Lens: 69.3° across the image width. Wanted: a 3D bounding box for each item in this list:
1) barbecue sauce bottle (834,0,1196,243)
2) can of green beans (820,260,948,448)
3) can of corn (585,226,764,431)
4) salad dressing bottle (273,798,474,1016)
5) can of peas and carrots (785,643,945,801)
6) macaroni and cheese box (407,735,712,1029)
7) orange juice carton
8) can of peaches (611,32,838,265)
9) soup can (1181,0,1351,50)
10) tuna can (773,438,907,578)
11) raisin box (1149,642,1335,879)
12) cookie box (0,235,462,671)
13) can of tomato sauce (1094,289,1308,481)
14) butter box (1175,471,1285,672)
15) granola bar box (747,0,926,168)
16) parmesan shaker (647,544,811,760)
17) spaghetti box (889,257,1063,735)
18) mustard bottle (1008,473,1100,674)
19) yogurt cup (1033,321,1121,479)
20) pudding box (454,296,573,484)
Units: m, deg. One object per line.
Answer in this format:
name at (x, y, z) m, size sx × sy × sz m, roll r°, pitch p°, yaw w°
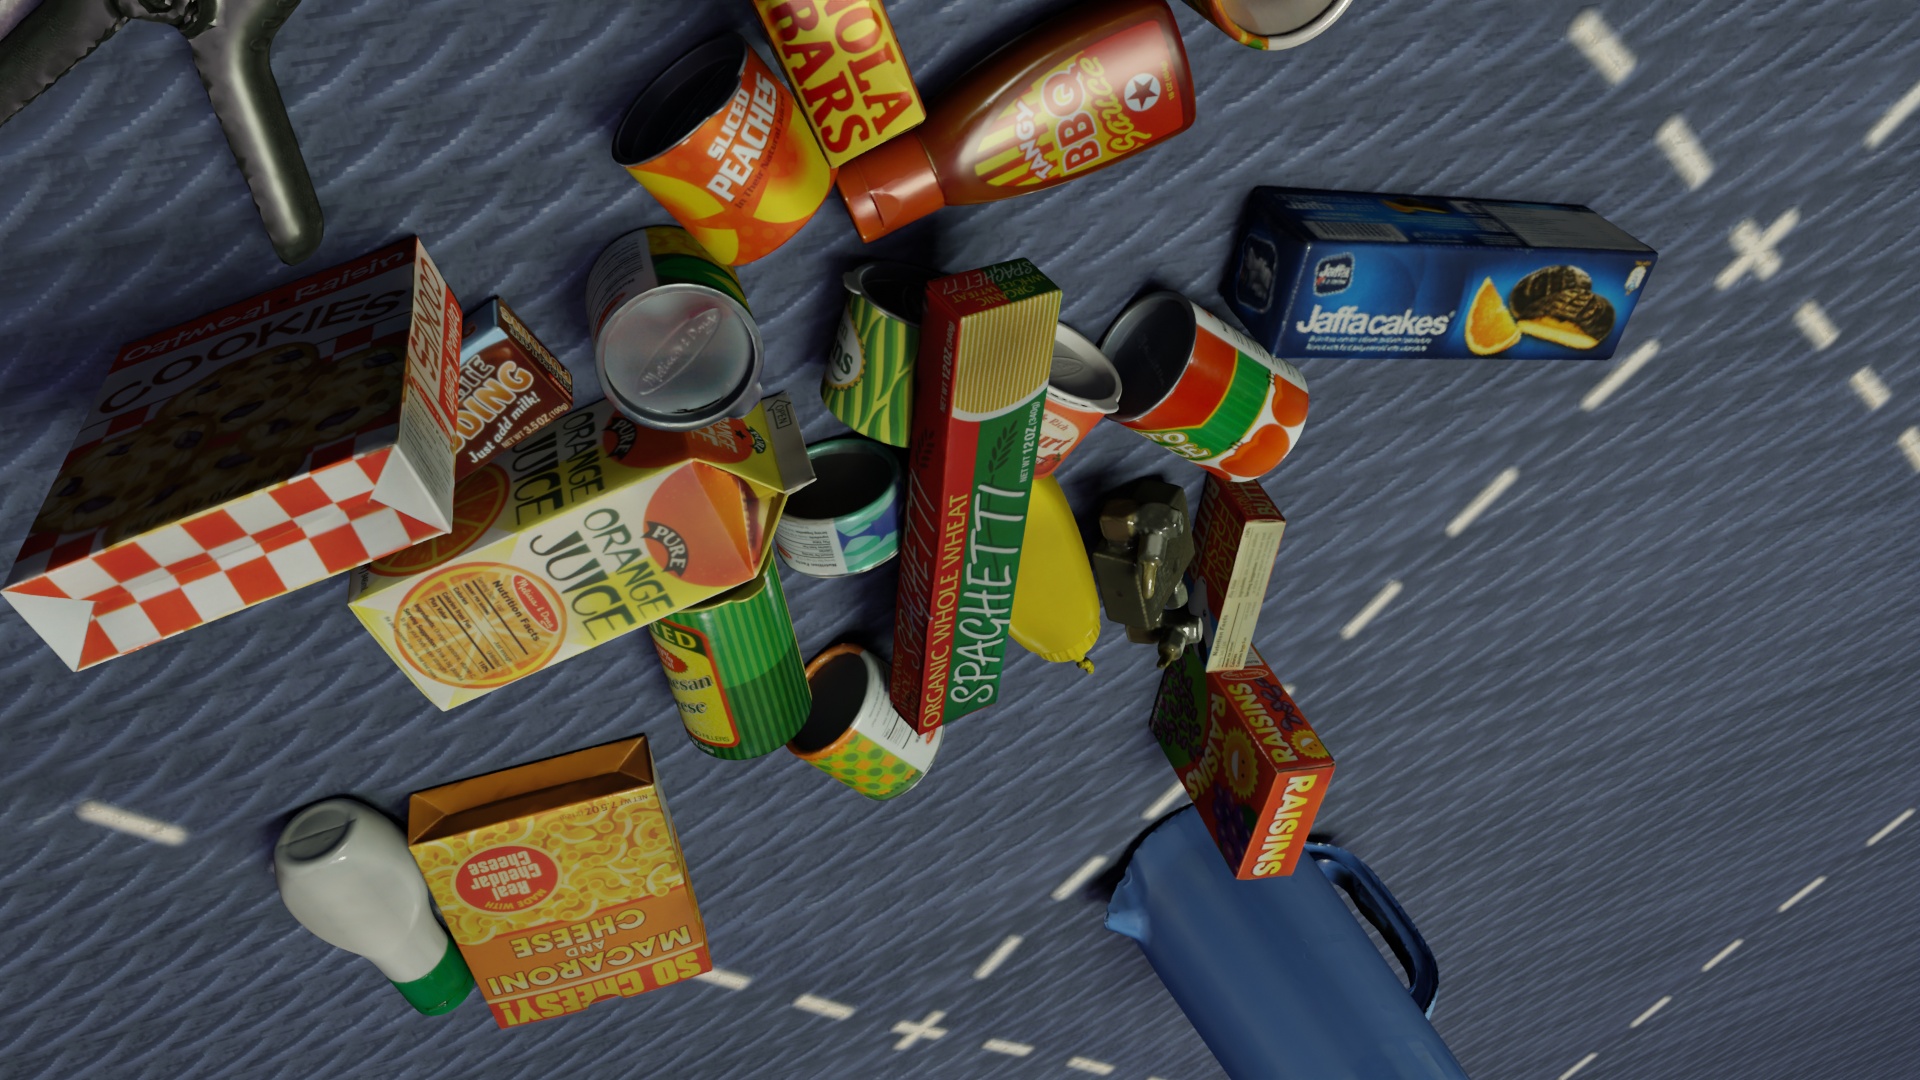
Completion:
barbecue sauce bottle at (0.020, -0.169, 0.569) m, size 0.148 × 0.044 × 0.064 m, roll -25°, pitch 132°, yaw -1°
can of green beans at (-0.023, -0.081, 0.605) m, size 0.071 × 0.071 × 0.057 m, roll 6°, pitch 124°, yaw -24°
can of corn at (-0.117, -0.086, 0.571) m, size 0.071 × 0.058 × 0.070 m, roll -10°, pitch 128°, yaw -13°
salad dressing bottle at (-0.302, 0.197, 0.728) m, size 0.064 × 0.044 × 0.147 m, roll -19°, pitch 131°, yaw -6°
can of peas and carrots at (-0.053, 0.096, 0.730) m, size 0.071 × 0.071 × 0.058 m, roll -41°, pitch 128°, yaw 13°
macaroni and cheese box at (-0.213, 0.191, 0.758) m, size 0.124 × 0.040 × 0.165 m, roll -13°, pitch 129°, yaw -10°
orange juice carton at (-0.157, -0.008, 0.606) m, size 0.193 × 0.072 × 0.072 m, roll -24°, pitch 131°, yaw -2°
can of peaches at (-0.087, -0.147, 0.528) m, size 0.071 × 0.071 × 0.058 m, roll -37°, pitch 130°, yaw 9°
soup can at (0.105, -0.233, 0.526) m, size 0.071 × 0.084 × 0.071 m, roll -10°, pitch 128°, yaw -13°
tuna can at (-0.055, -0.018, 0.643) m, size 0.071 × 0.071 × 0.032 m, roll -18°, pitch 129°, yaw -7°
raisin box at (0.156, 0.116, 0.785) m, size 0.040 × 0.124 × 0.085 m, roll -2°, pitch 126°, yaw -19°
cookie box at (-0.243, -0.039, 0.488) m, size 0.123 × 0.168 × 0.040 m, roll -21°, pitch 127°, yaw -4°
can of tomato sauce at (0.114, -0.071, 0.664) m, size 0.083 × 0.071 × 0.071 m, roll 23°, pitch 115°, yaw -34°
butter box at (0.144, 0.016, 0.750) m, size 0.024 × 0.053 × 0.103 m, roll -3°, pitch 126°, yaw -15°
granola bar box at (-0.069, -0.220, 0.443) m, size 0.039 × 0.125 × 0.164 m, roll -25°, pitch 131°, yaw 1°
parmesan shaker at (-0.111, 0.050, 0.668) m, size 0.071 × 0.071 × 0.102 m, roll -16°, pitch 130°, yaw -8°
spaghetti box at (0.002, -0.008, 0.619) m, size 0.050 × 0.029 × 0.248 m, roll -20°, pitch 138°, yaw -27°
mustard bottle at (0.037, 0.019, 0.715) m, size 0.065 × 0.049 × 0.159 m, roll -24°, pitch 131°, yaw 7°
yogurt cup at (0.032, -0.065, 0.641) m, size 0.072 × 0.073 × 0.053 m, roll 12°, pitch 129°, yaw -28°
pudding box at (-0.210, -0.057, 0.577) m, size 0.083 × 0.030 × 0.049 m, roll -32°, pitch 129°, yaw 4°
